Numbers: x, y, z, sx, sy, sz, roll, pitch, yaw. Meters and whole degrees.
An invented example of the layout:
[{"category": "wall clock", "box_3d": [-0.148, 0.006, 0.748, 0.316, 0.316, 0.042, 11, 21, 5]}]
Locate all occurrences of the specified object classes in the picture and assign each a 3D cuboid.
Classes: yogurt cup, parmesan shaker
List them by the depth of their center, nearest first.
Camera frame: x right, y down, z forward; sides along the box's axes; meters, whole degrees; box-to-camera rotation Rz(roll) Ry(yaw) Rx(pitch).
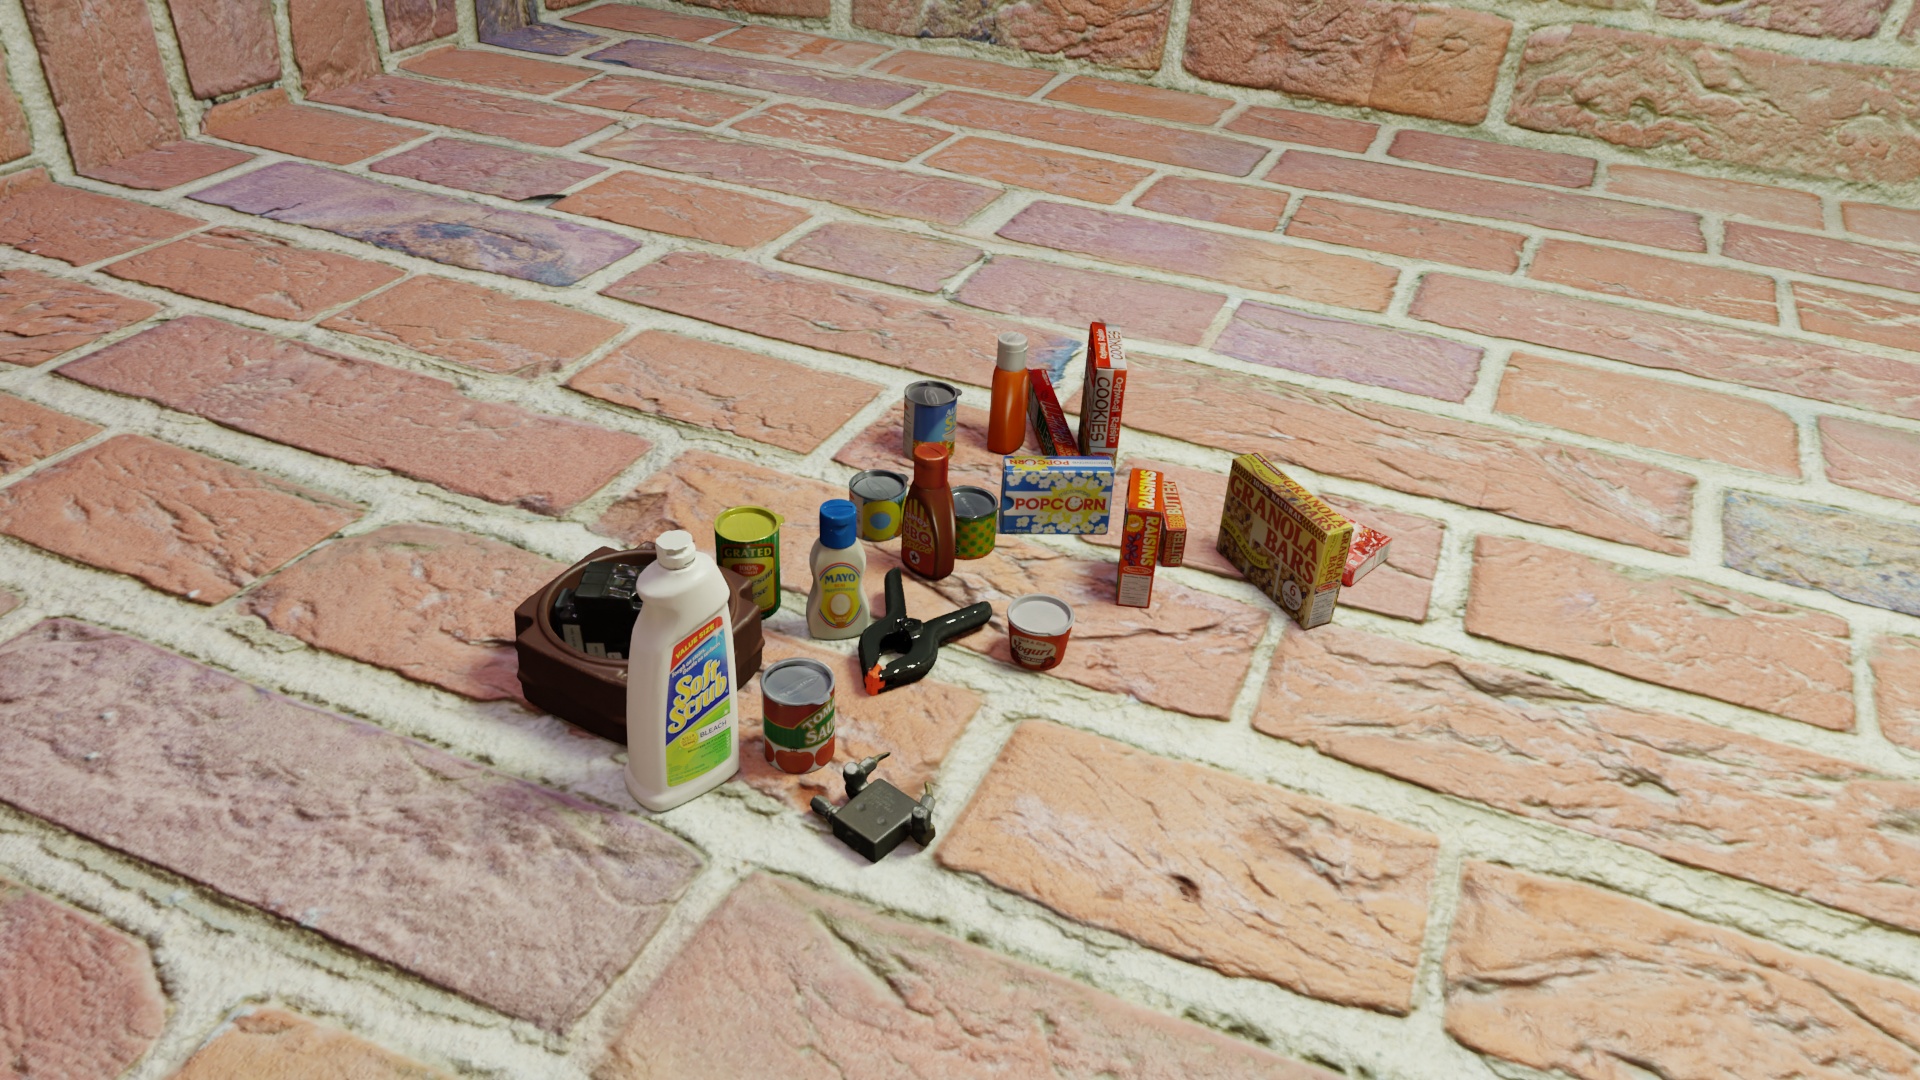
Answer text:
[{"category": "yogurt cup", "box_3d": [0.079, 0.093, 1.394, 0.072, 0.053, 0.073, 2, 34, -1]}, {"category": "parmesan shaker", "box_3d": [-0.215, 0.024, 1.428, 0.071, 0.102, 0.072, 2, 33, -1]}]

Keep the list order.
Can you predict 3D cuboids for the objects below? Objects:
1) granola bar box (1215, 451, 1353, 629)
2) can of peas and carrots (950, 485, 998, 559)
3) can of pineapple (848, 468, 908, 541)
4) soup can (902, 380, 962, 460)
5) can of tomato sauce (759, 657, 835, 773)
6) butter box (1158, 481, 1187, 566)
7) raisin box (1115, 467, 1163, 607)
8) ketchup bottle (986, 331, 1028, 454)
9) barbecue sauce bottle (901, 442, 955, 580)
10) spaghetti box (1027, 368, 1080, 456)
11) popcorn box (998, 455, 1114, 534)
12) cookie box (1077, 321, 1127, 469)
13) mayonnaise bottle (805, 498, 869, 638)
[{"category": "granola bar box", "box_3d": [0.346, -0.002, 1.496, 0.039, 0.123, 0.166, -13, 37, -23]}, {"category": "can of peas and carrots", "box_3d": [0.006, -0.019, 1.552, 0.071, 0.058, 0.071, 2, 34, -1]}, {"category": "can of pineapple", "box_3d": [-0.092, -0.040, 1.576, 0.071, 0.057, 0.071, 2, 34, -1]}, {"category": "soup can", "box_3d": [-0.035, -0.147, 1.717, 0.071, 0.083, 0.072, 2, 33, -1]}, {"category": "can of tomato sauce", "box_3d": [-0.144, 0.158, 1.250, 0.071, 0.082, 0.071, 2, 33, -1]}, {"category": "butter box", "box_3d": [0.236, -0.019, 1.577, 0.024, 0.052, 0.104, 2, 34, -2]}, {"category": "raisin box", "box_3d": [0.191, -0.003, 1.485, 0.040, 0.122, 0.086, 7, 34, 6]}, {"category": "ketchup bottle", "box_3d": [0.061, -0.185, 1.724, 0.043, 0.148, 0.065, 16, 35, 18]}, {"category": "barbecue sauce bottle", "box_3d": [-0.033, -0.033, 1.488, 0.065, 0.147, 0.044, 30, 42, 35]}, {"category": "spaghetti box", "box_3d": [0.115, -0.139, 1.748, 0.029, 0.050, 0.251, -2, 34, -8]}, {"category": "popcorn box", "box_3d": [0.109, -0.052, 1.586, 0.127, 0.084, 0.038, 0, 34, -4]}, {"category": "cookie box", "box_3d": [0.170, -0.163, 1.685, 0.040, 0.166, 0.123, 3, 33, -1]}, {"category": "mayonnaise bottle", "box_3d": [-0.123, 0.030, 1.387, 0.065, 0.147, 0.041, -4, 34, -11]}]
